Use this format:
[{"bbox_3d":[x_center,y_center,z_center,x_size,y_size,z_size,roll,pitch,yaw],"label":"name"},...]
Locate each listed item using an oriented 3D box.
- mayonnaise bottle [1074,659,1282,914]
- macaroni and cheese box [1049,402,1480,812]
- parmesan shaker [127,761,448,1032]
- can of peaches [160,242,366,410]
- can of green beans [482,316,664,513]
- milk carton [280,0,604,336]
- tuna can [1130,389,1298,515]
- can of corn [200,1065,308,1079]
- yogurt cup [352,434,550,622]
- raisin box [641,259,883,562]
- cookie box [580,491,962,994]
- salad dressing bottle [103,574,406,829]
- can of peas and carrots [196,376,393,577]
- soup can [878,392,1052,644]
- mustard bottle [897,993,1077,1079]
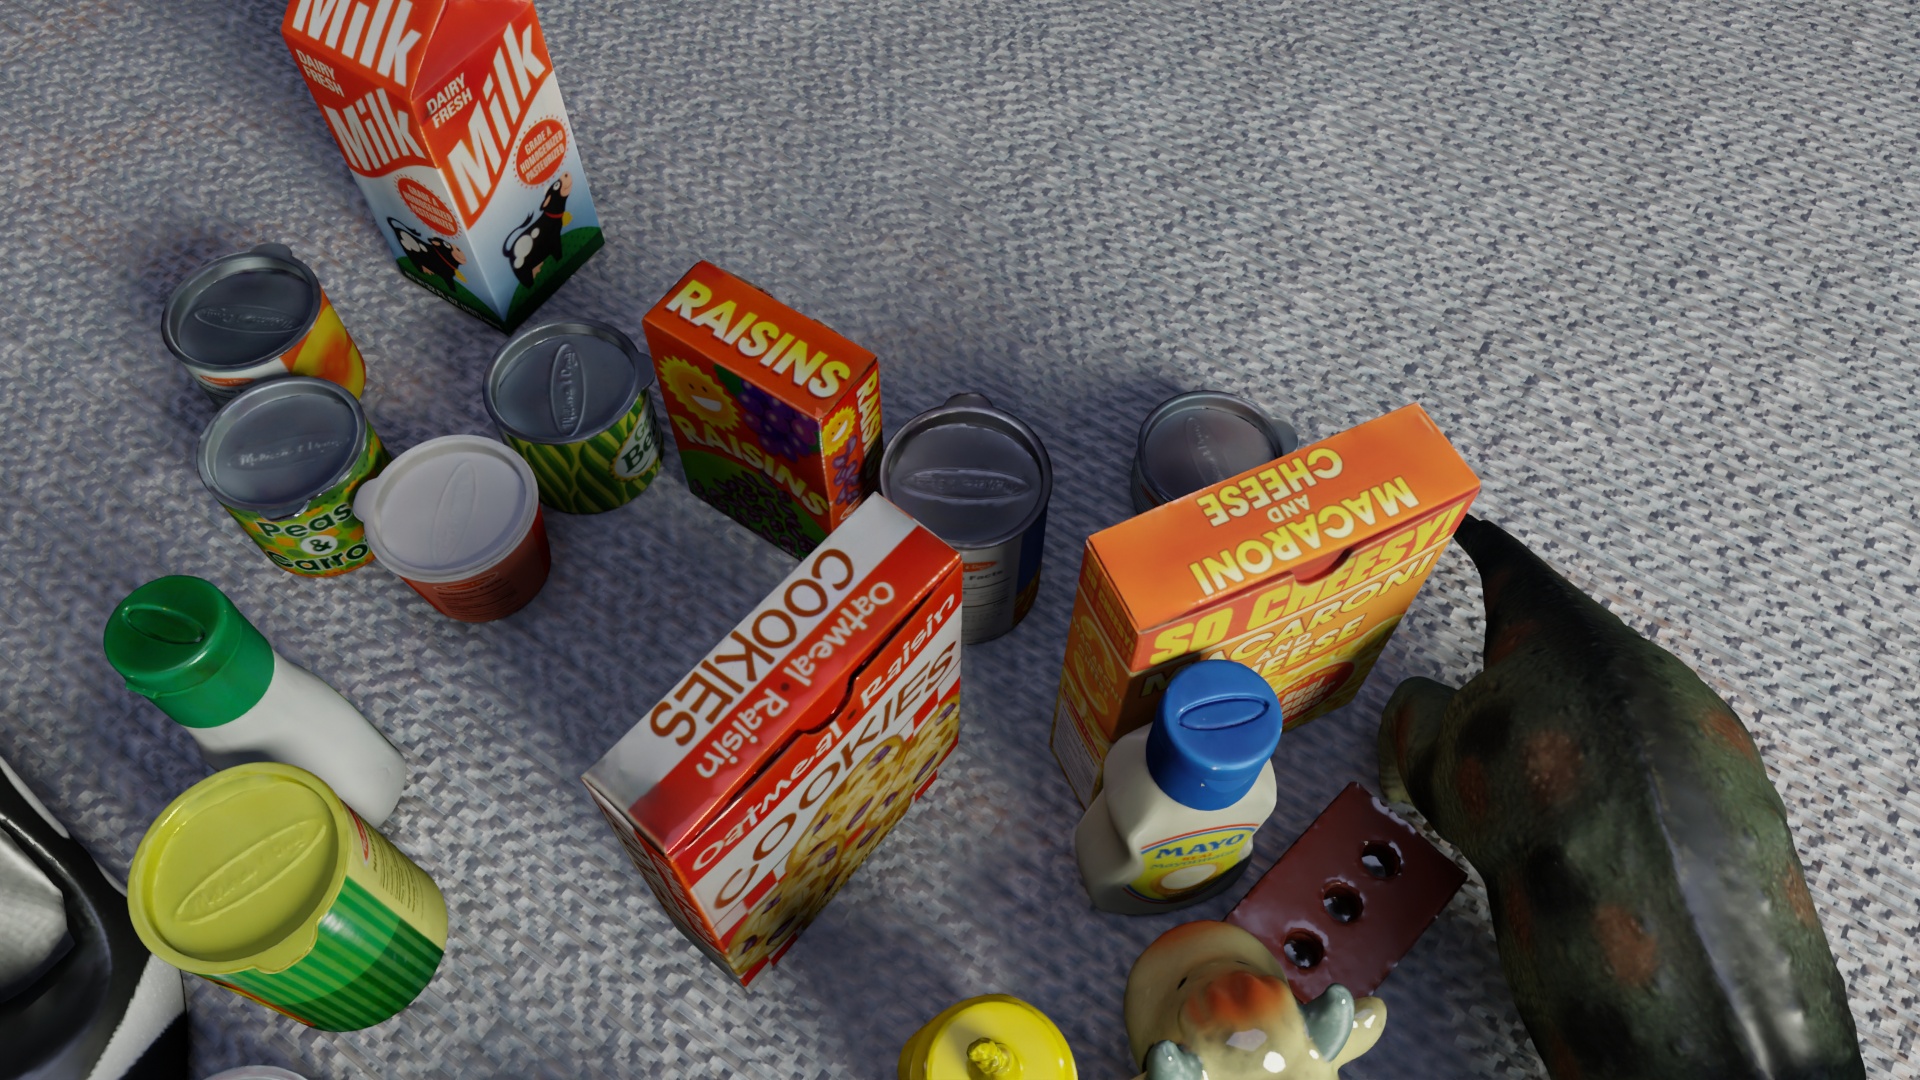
[{"bbox_3d":[0.076,0.087,0.471,0.065,0.147,0.041,-10,61,-6],"label":"mayonnaise bottle"},{"bbox_3d":[0.099,0.033,0.493,0.124,0.165,0.040,-22,63,-13],"label":"macaroni and cheese box"},{"bbox_3d":[-0.221,0.126,0.470,0.071,0.102,0.071,0,60,-1],"label":"parmesan shaker"},{"bbox_3d":[-0.307,-0.087,0.619,0.071,0.057,0.071,0,60,-1],"label":"can of peaches"},{"bbox_3d":[-0.166,-0.053,0.602,0.071,0.057,0.071,0,60,-1],"label":"can of green beans"},{"bbox_3d":[-0.222,-0.184,0.601,0.072,0.189,0.074,29,64,15],"label":"milk carton"},{"bbox_3d":[0.110,-0.031,0.607,0.071,0.032,0.071,0,60,-1],"label":"tuna can"},{"bbox_3d":[-0.223,0.211,0.446,0.071,0.058,0.071,0,60,-1],"label":"can of corn"},{"bbox_3d":[-0.203,-0.002,0.573,0.072,0.053,0.073,0,60,-1],"label":"yogurt cup"},{"bbox_3d":[-0.074,-0.045,0.560,0.086,0.122,0.040,31,64,16],"label":"raisin box"},{"bbox_3d":[-0.051,0.075,0.465,0.040,0.166,0.123,36,66,18],"label":"cookie box"},{"bbox_3d":[-0.240,0.062,0.481,0.064,0.147,0.044,17,61,9],"label":"salad dressing bottle"},{"bbox_3d":[-0.273,-0.024,0.582,0.071,0.058,0.071,0,60,-1],"label":"can of peas and carrots"},{"bbox_3d":[0.002,-0.007,0.562,0.071,0.083,0.071,0,60,-1],"label":"soup can"},{"bbox_3d":[0.010,0.169,0.416,0.049,0.159,0.065,-23,63,-13],"label":"mustard bottle"}]
